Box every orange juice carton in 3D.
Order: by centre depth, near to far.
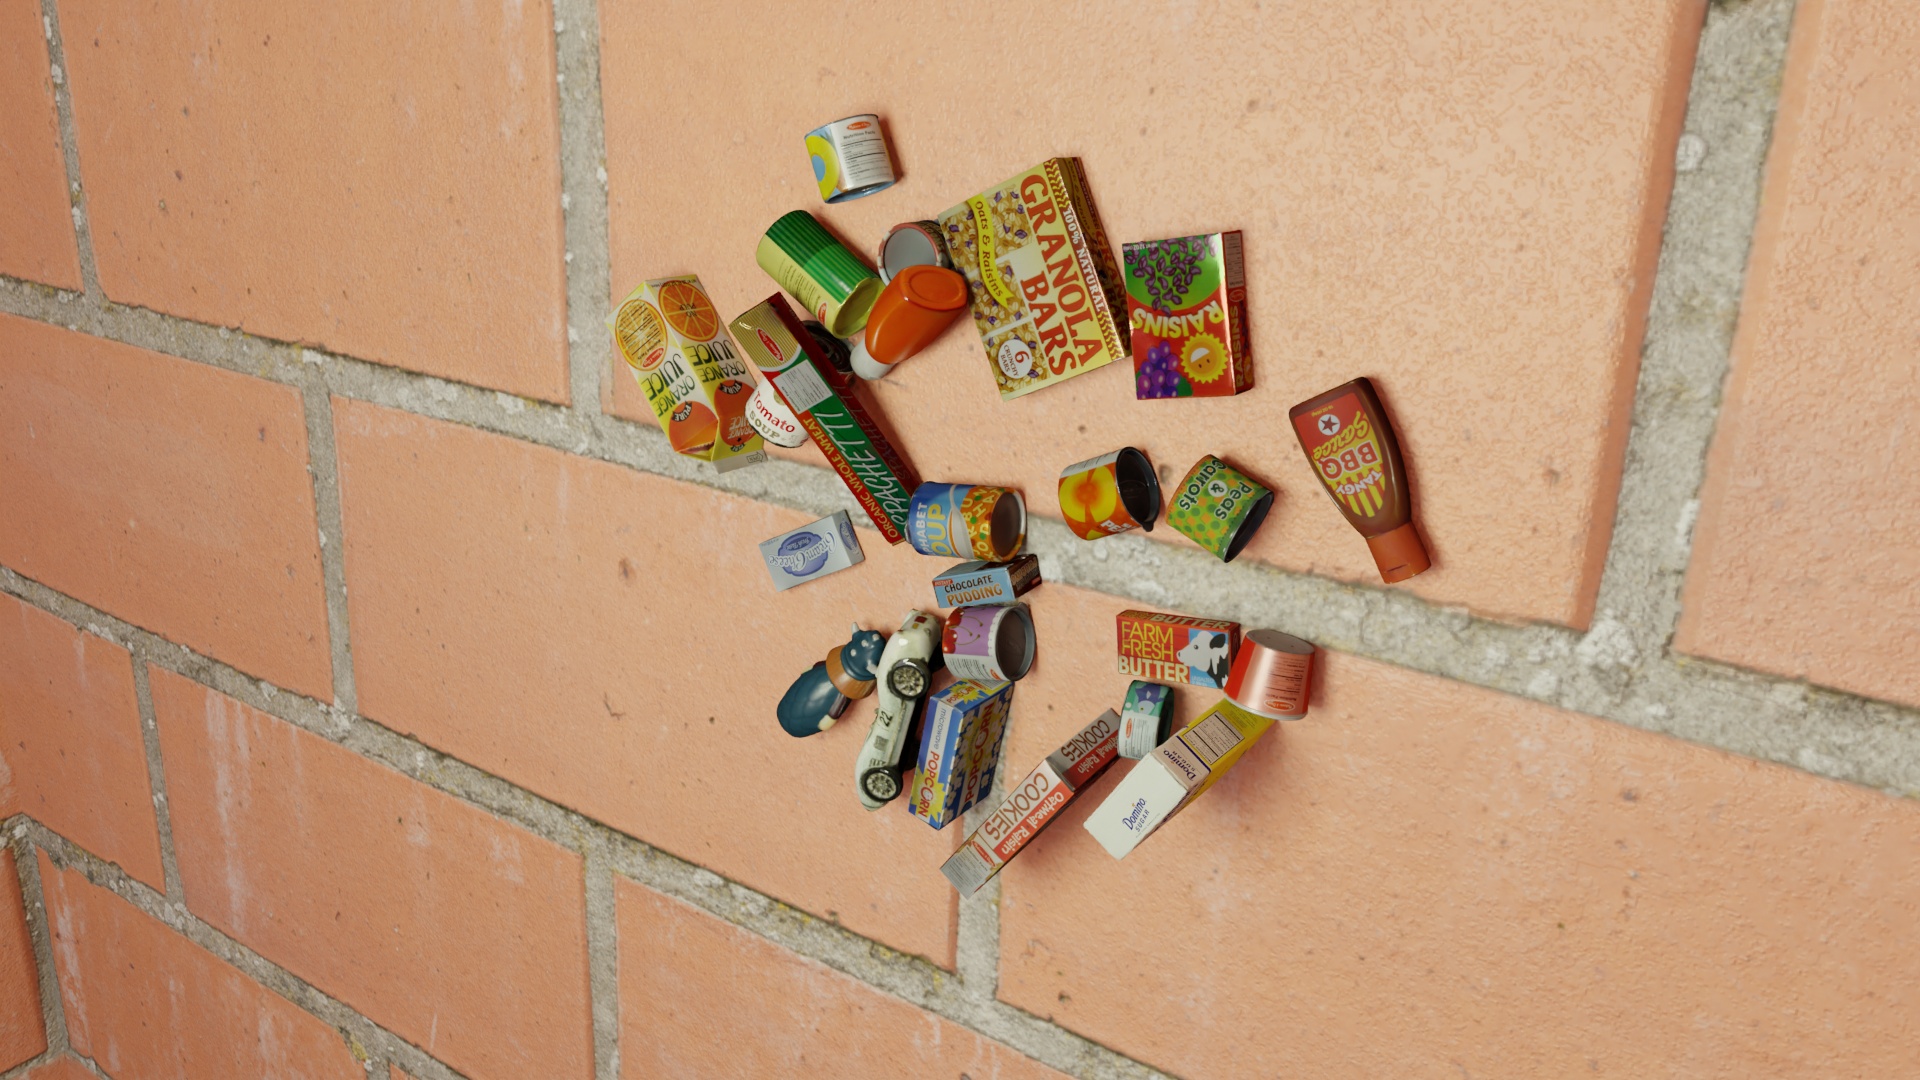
[{"bbox_3d":[-0.254,-0.153,1.334,0.072,0.072,0.192,-32,85,36],"label":"orange juice carton"}]

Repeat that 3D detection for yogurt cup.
[{"bbox_3d":[0.244,0.104,1.089,0.072,0.072,0.053,19,106,28],"label":"yogurt cup"}]

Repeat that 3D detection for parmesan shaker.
[{"bbox_3d":[-0.122,-0.238,1.226,0.103,0.071,0.071,44,123,16],"label":"parmesan shaker"}]

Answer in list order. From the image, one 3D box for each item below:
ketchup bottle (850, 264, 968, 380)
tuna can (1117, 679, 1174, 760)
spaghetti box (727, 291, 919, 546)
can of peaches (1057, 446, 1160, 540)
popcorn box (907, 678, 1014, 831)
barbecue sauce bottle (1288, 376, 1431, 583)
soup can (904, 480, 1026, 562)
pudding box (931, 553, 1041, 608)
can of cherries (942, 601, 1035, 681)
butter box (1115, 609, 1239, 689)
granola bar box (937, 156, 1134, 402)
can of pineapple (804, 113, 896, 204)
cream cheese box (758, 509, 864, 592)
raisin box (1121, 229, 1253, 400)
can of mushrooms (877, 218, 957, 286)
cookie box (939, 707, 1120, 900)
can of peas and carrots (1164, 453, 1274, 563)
[{"bbox_3d":[-0.051,-0.181,1.181,0.148,0.065,0.043,-37,56,58],"label":"ketchup bottle"},{"bbox_3d":[0.156,0.150,1.158,0.033,0.071,0.070,10,109,19],"label":"tuna can"},{"bbox_3d":[-0.109,-0.103,1.223,0.050,0.029,0.249,-25,112,28],"label":"spaghetti box"},{"bbox_3d":[0.121,-0.035,1.126,0.058,0.071,0.071,-16,95,36],"label":"can of peaches"},{"bbox_3d":[0.001,0.187,1.258,0.038,0.085,0.126,24,116,27],"label":"popcorn box"},{"bbox_3d":[0.299,-0.042,1.022,0.064,0.044,0.148,-24,90,35],"label":"barbecue sauce bottle"},{"bbox_3d":[0.004,-0.015,1.205,0.084,0.071,0.071,5,107,32],"label":"soup can"},{"bbox_3d":[0.023,0.036,1.221,0.083,0.050,0.030,-9,100,35],"label":"pudding box"},{"bbox_3d":[0.026,0.088,1.227,0.058,0.072,0.071,-2,103,34],"label":"can of cherries"},{"bbox_3d":[0.179,0.090,1.150,0.103,0.024,0.053,6,108,32],"label":"butter box"},{"bbox_3d":[0.065,-0.210,1.129,0.124,0.039,0.165,-18,93,36],"label":"granola bar box"},{"bbox_3d":[-0.094,-0.324,1.185,0.071,0.071,0.058,-12,97,35],"label":"can of pineapple"},{"bbox_3d":[-0.144,0.011,1.339,0.103,0.024,0.053,-20,94,36],"label":"cream cheese box"},{"bbox_3d":[0.174,-0.172,1.069,0.086,0.040,0.123,0,102,32],"label":"raisin box"},{"bbox_3d":[-0.035,-0.242,1.189,0.071,0.033,0.070,10,109,31],"label":"can of mushrooms"},{"bbox_3d":[0.069,0.227,1.201,0.040,0.123,0.166,46,123,12],"label":"cookie box"},{"bbox_3d":[0.200,-0.026,1.075,0.059,0.071,0.070,35,120,21],"label":"can of peas and carrots"}]
